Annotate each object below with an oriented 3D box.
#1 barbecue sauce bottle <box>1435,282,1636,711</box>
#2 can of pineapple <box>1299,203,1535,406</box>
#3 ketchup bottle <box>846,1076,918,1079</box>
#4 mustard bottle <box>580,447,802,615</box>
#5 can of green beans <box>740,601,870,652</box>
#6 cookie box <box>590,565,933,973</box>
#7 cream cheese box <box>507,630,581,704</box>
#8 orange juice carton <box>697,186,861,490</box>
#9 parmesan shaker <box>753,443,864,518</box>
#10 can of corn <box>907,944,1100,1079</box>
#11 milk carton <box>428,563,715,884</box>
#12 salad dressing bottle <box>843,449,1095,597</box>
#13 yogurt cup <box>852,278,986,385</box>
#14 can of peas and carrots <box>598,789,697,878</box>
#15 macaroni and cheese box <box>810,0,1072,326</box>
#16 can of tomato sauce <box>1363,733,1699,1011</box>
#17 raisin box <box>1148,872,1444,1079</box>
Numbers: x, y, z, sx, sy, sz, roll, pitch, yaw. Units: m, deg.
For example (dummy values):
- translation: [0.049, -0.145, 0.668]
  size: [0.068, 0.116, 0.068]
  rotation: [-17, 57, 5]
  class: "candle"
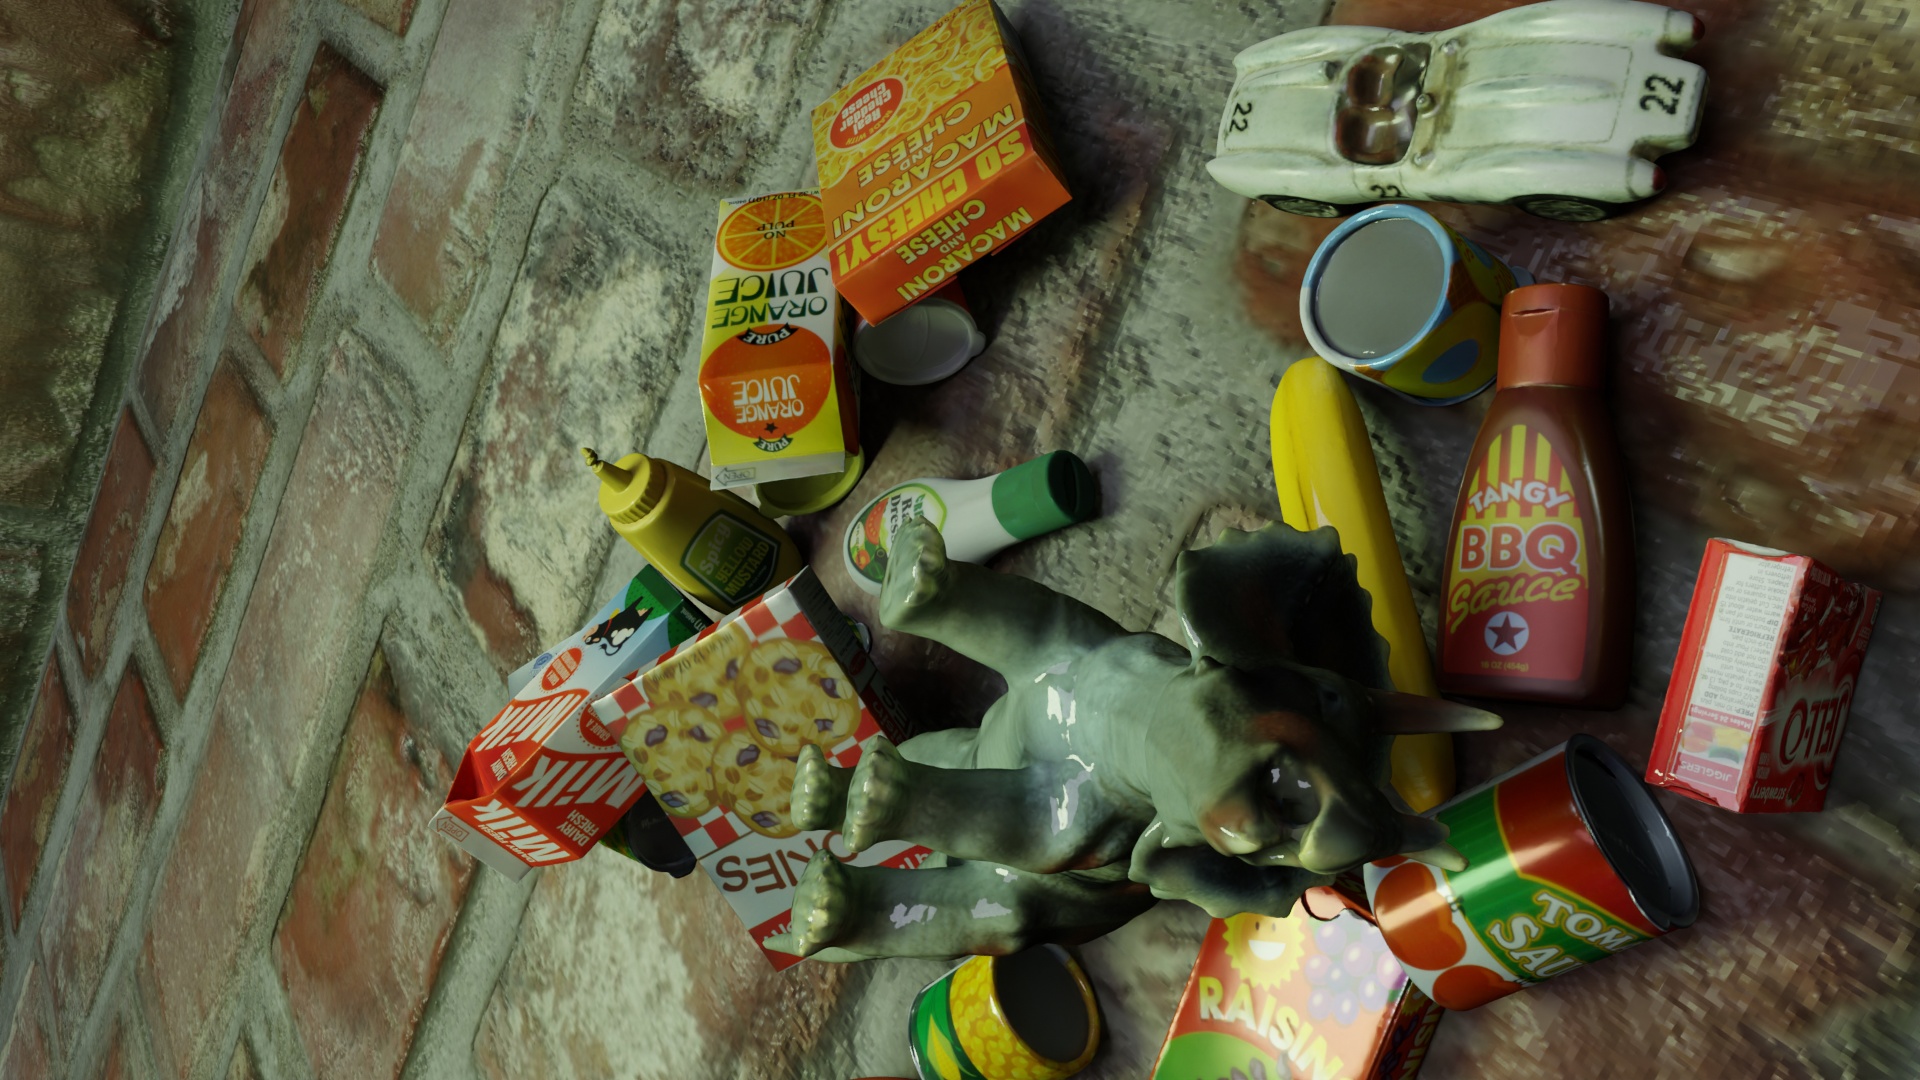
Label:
- translation: [0.208, -0.016, 0.496]
  size: [0.065, 0.044, 0.148]
  rotation: [-1, 79, 47]
  class: "barbecue sauce bottle"
- translation: [0.176, -0.092, 0.538]
  size: [0.071, 0.058, 0.071]
  rotation: [-14, 70, 44]
  class: "can of pineapple"
- translation: [-0.038, 0.293, 0.680]
  size: [0.148, 0.043, 0.065]
  rotation: [-34, 58, 36]
  class: "ketchup bottle"
- translation: [-0.158, -0.009, 0.793]
  size: [0.049, 0.160, 0.065]
  rotation: [30, 84, 43]
  class: "mustard bottle"
- translation: [-0.096, 0.069, 0.786]
  size: [0.071, 0.058, 0.071]
  rotation: [-14, 71, 44]
  class: "can of green beans"
- translation: [-0.081, 0.114, 0.682]
  size: [0.122, 0.040, 0.167]
  rotation: [-30, 98, 17]
  class: "cookie box"
- translation: [-0.266, 0.091, 0.965]
  size: [0.103, 0.053, 0.024]
  rotation: [-28, 63, 39]
  class: "cream cheese box"
- translation: [-0.095, -0.105, 0.759]
  size: [0.072, 0.072, 0.194]
  rotation: [-6, 51, 5]
  class: "orange juice carton"
- translation: [-0.108, -0.072, 0.827]
  size: [0.071, 0.071, 0.103]
  rotation: [-51, 48, 25]
  class: "parmesan shaker"
- translation: [0.021, 0.218, 0.619]
  size: [0.058, 0.071, 0.071]
  rotation: [-43, 52, 31]
  class: "can of corn"
- translation: [-0.217, 0.113, 0.816]
  size: [0.191, 0.072, 0.073]
  rotation: [-47, 32, -9]
  class: "milk carton"
- translation: [0.003, -0.009, 0.712]
  size: [0.147, 0.044, 0.064]
  rotation: [-20, 65, 42]
  class: "salad dressing bottle"
- translation: [-0.027, -0.126, 0.760]
  size: [0.072, 0.072, 0.054]
  rotation: [-37, 48, 35]
  class: "yogurt cup"
- translation: [-0.190, 0.167, 0.858]
  size: [0.058, 0.071, 0.071]
  rotation: [5, 84, 48]
  class: "can of peas and carrots"
- translation: [-0.015, -0.204, 0.734]
  size: [0.123, 0.040, 0.167]
  rotation: [-29, 45, 20]
  class: "macaroni and cheese box"
- translation: [0.189, 0.114, 0.466]
  size: [0.082, 0.071, 0.071]
  rotation: [-39, 54, 35]
  class: "can of tomato sauce"
- translation: [0.128, 0.188, 0.533]
  size: [0.086, 0.040, 0.123]
  rotation: [27, 100, 48]
  class: "raisin box"
